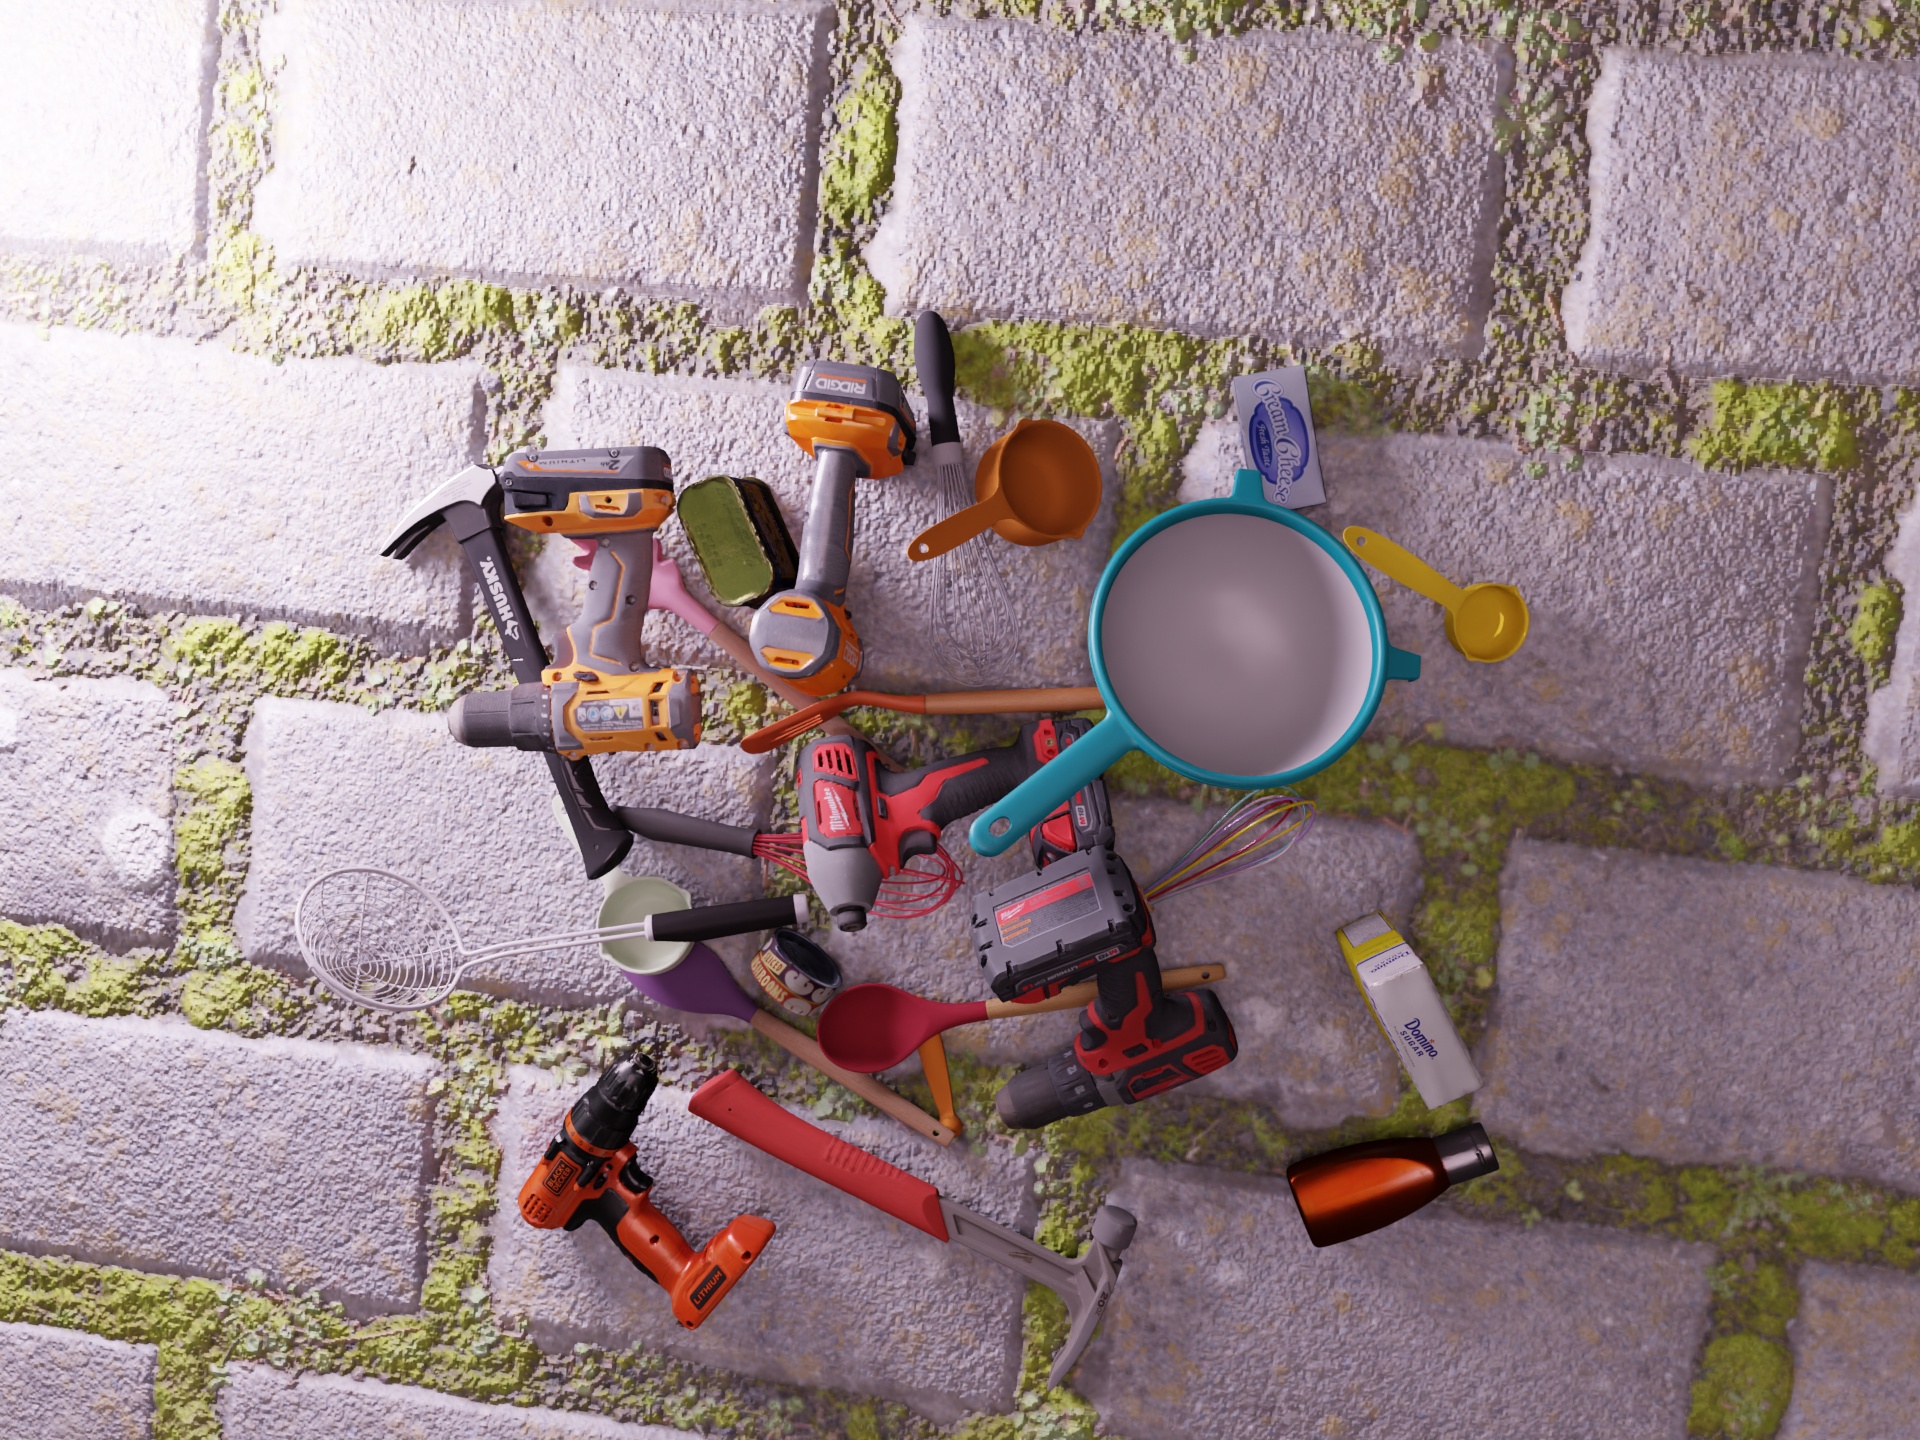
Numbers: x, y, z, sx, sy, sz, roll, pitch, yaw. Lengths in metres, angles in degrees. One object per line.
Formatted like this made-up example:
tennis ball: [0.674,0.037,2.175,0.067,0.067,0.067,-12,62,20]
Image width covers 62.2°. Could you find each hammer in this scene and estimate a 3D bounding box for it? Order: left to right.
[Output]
hammer: [-0.338,-0.035,1.241,0.146,0.035,0.335,-23,85,10]
hammer: [-0.051,0.380,1.248,0.359,0.037,0.149,25,98,5]

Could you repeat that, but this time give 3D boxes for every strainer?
strainer: [0.140,-0.008,1.126,0.340,0.095,0.211,-37,81,-11]

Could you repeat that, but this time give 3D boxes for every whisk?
whisk: [-0.139,0.100,1.228,0.296,0.073,0.073,10,96,13]
whisk: [-0.006,-0.166,1.188,0.070,0.070,0.284,-8,89,9]
whisk: [0.157,0.121,1.193,0.245,0.047,0.051,-32,91,13]

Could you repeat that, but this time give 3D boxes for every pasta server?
pasta server: [-0.170,-0.054,1.229,0.316,0.040,0.060,39,89,3]

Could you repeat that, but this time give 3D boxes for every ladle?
ladle: [0.046,0.217,1.220,0.315,0.031,0.069,-10,92,6]

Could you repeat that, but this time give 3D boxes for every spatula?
spatula: [-0.142,0.249,1.256,0.316,0.018,0.060,30,92,8]
spatula: [-0.002,-0.004,1.190,0.322,0.081,0.041,-2,81,-1]

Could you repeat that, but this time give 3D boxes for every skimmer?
skimmer: [-0.296,0.145,1.184,0.363,0.127,0.090,-7,133,-6]

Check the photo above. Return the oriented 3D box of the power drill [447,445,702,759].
power drill: [-0.291,-0.083,1.178,0.185,0.084,0.226,-3,94,0]

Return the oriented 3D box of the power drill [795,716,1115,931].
power drill: [-0.006,0.074,1.150,0.219,0.078,0.143,-6,63,-4]

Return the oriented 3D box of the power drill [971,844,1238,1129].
power drill: [0.083,0.209,1.147,0.188,0.080,0.226,-24,131,9]

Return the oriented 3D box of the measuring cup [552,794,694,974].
measuring cup: [-0.271,0.128,1.260,0.083,0.038,0.168,-36,76,-9]

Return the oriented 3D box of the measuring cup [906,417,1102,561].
measuring cup: [0.021,-0.151,1.146,0.173,0.052,0.095,-31,99,-25]

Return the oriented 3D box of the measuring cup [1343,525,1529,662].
measuring cup: [0.335,-0.096,1.137,0.156,0.029,0.062,30,94,-9]

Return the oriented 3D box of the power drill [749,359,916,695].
power drill: [-0.091,-0.130,1.165,0.084,0.164,0.226,9,83,8]

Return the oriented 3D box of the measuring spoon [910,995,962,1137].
measuring spoon: [-0.021,0.273,1.246,0.021,0.011,0.117,-13,92,9]
